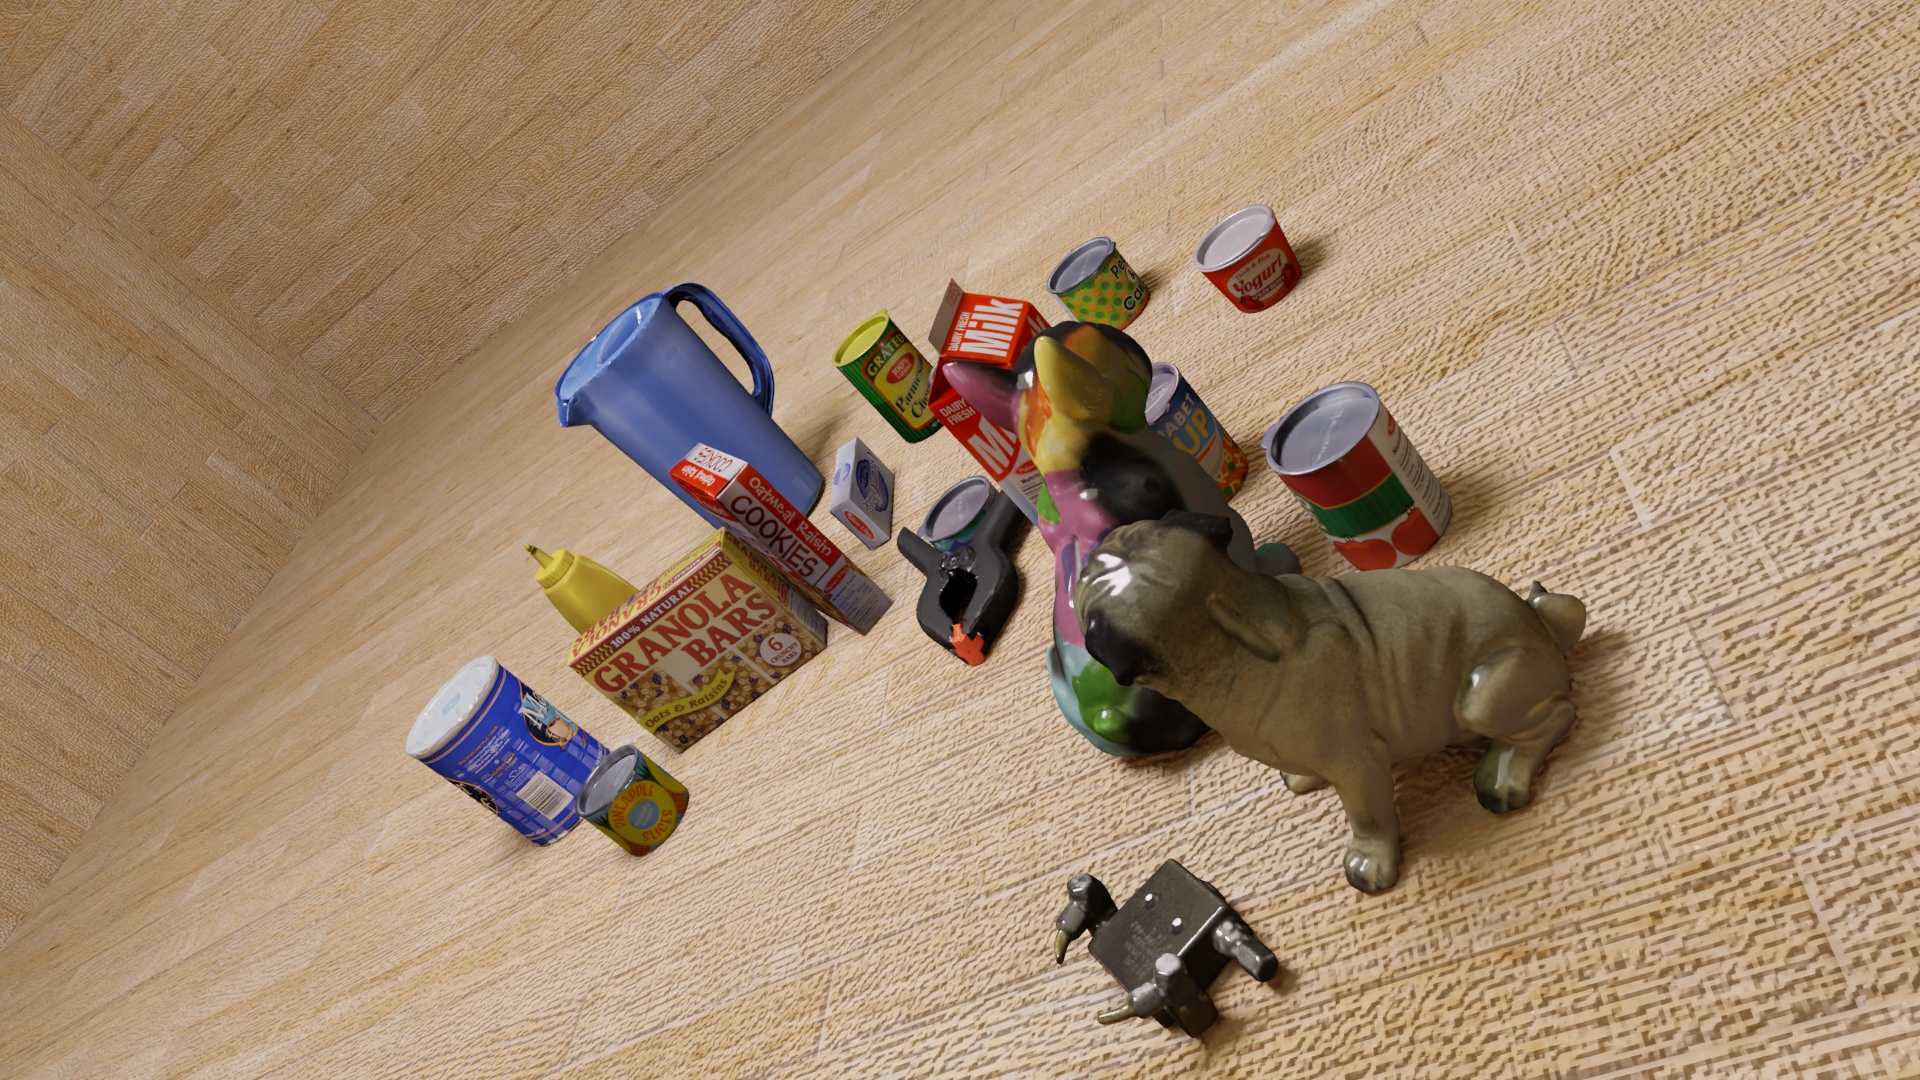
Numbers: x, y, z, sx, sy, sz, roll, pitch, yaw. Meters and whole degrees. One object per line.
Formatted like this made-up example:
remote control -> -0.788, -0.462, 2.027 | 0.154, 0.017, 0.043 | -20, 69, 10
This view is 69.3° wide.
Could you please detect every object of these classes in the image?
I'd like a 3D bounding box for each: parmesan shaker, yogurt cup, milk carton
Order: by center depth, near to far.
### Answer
milk carton -> 0.045, -0.088, 0.933 | 0.073, 0.190, 0.073 | -24, 33, 34
yogurt cup -> 0.213, -0.205, 1.020 | 0.072, 0.054, 0.073 | -33, 29, 21
parmesan shaker -> -0.056, -0.147, 1.250 | 0.071, 0.103, 0.072 | -33, 29, 21

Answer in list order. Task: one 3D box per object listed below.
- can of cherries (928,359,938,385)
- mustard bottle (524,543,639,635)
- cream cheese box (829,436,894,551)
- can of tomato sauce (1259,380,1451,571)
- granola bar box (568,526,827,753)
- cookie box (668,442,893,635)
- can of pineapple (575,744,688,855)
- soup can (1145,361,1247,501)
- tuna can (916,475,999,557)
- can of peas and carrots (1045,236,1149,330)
can of cherries -> 0.018, -0.138, 1.185 | 0.071, 0.058, 0.072 | -33, 29, 21
mustard bottle -> -0.347, 0.052, 1.301 | 0.048, 0.160, 0.065 | -16, 38, 43
cream cheese box -> -0.084, -0.041, 1.192 | 0.024, 0.053, 0.104 | -33, 29, 21
can of tomato sauce -> 0.212, -0.033, 0.744 | 0.071, 0.083, 0.071 | -33, 29, 21
granola bar box -> -0.208, 0.083, 1.108 | 0.165, 0.124, 0.039 | -36, 28, 15
cookie box -> -0.143, -0.002, 1.092 | 0.040, 0.167, 0.123 | -50, 27, -11
can of pineapple -> -0.253, 0.201, 1.073 | 0.071, 0.057, 0.071 | -33, 29, 21
soup can -> 0.135, -0.061, 0.888 | 0.071, 0.083, 0.072 | -33, 29, 21
tuna can -> 0.004, -0.013, 1.056 | 0.071, 0.032, 0.071 | -33, 29, 21
can of peas and carrots -> 0.116, -0.210, 1.154 | 0.071, 0.058, 0.071 | -33, 29, 21
